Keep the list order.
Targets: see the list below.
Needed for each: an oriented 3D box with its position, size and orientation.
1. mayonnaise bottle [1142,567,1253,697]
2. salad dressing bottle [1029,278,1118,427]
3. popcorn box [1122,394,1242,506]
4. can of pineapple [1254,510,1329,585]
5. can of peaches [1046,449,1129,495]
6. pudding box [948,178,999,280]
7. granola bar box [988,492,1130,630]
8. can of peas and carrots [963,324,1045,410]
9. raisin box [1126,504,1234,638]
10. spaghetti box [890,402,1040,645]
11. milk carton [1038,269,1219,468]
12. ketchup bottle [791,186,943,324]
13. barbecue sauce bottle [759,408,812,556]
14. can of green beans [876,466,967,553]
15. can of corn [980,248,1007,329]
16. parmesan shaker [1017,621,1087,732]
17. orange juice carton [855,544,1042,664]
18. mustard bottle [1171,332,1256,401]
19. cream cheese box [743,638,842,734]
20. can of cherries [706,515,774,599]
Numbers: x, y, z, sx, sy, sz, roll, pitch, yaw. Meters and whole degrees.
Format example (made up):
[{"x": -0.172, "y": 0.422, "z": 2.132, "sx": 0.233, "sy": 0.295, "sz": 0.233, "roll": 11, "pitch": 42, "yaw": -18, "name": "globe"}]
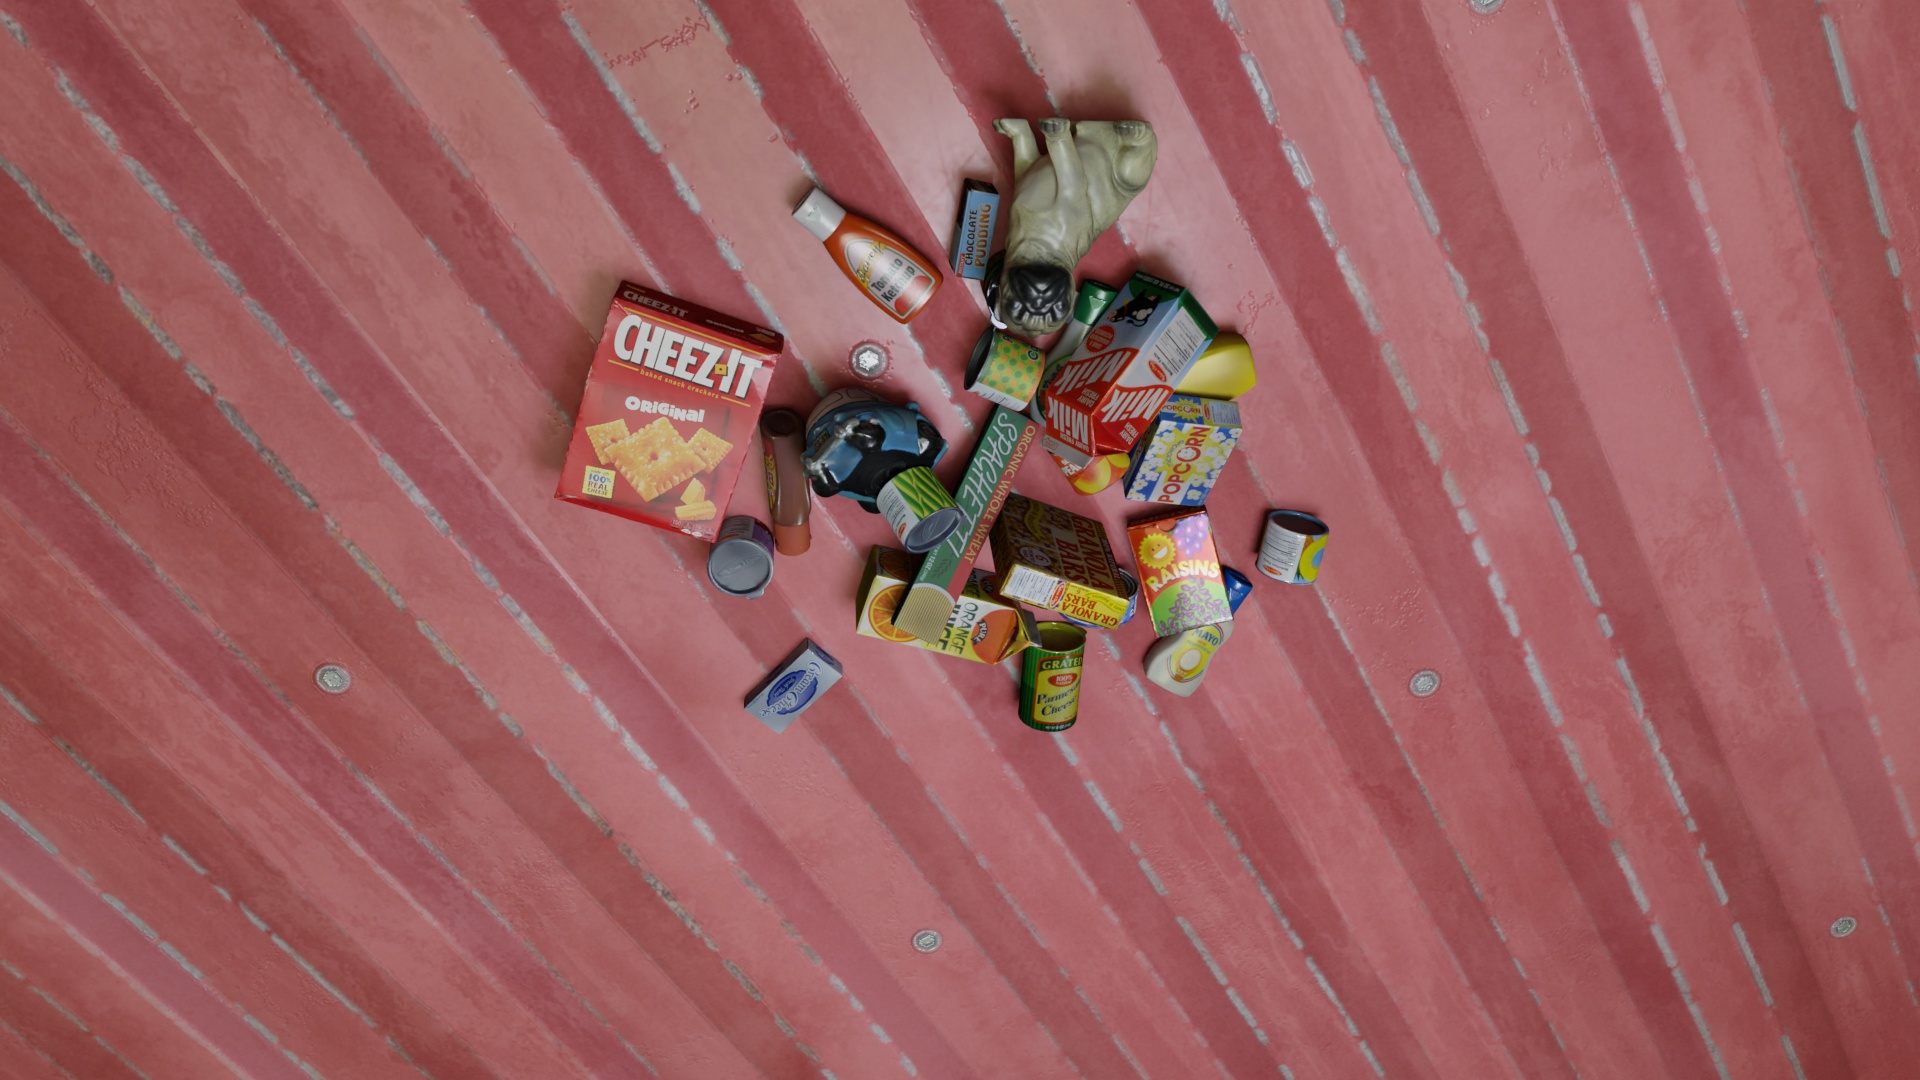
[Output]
[{"x": 0.262, "y": 0.098, "z": 1.513, "sx": 0.065, "sy": 0.041, "sz": 0.147, "roll": 27, "pitch": 109, "yaw": -14, "name": "mayonnaise bottle"}, {"x": 0.113, "y": -0.182, "z": 1.364, "sx": 0.064, "sy": 0.044, "sz": 0.147, "roll": 19, "pitch": 111, "yaw": -1, "name": "salad dressing bottle"}, {"x": 0.220, "y": -0.089, "z": 1.394, "sx": 0.085, "sy": 0.038, "sz": 0.126, "roll": 6, "pitch": 142, "yaw": -10, "name": "popcorn box"}, {"x": 0.351, "y": 0.006, "z": 1.466, "sx": 0.071, "sy": 0.071, "sz": 0.057, "roll": 6, "pitch": 115, "yaw": -8, "name": "can of pineapple"}, {"x": 0.128, "y": -0.086, "z": 1.397, "sx": 0.071, "sy": 0.071, "sz": 0.058, "roll": -32, "pitch": 116, "yaw": 10, "name": "can of peaches"}, {"x": 0.012, "y": -0.291, "z": 1.299, "sx": 0.030, "sy": 0.050, "sz": 0.083, "roll": 7, "pitch": 115, "yaw": -10, "name": "pudding box"}, {"x": 0.094, "y": 0.017, "z": 1.390, "sx": 0.124, "sy": 0.166, "sz": 0.039, "roll": 18, "pitch": 115, "yaw": -13, "name": "granola bar box"}, {"x": 0.044, "y": -0.169, "z": 1.352, "sx": 0.059, "sy": 0.071, "sz": 0.070, "roll": 21, "pitch": 112, "yaw": -15, "name": "can of peas and carrots"}, {"x": 0.230, "y": 0.032, "z": 1.458, "sx": 0.086, "sy": 0.040, "sz": 0.123, "roll": -14, "pitch": 100, "yaw": 11, "name": "raisin box"}, {"x": 0.005, "y": -0.017, "z": 1.392, "sx": 0.050, "sy": 0.028, "sz": 0.250, "roll": 26, "pitch": 89, "yaw": -12, "name": "spaghetti box"}, {"x": 0.152, "y": -0.155, "z": 1.322, "sx": 0.190, "sy": 0.072, "sz": 0.073, "roll": -54, "pitch": 133, "yaw": -4, "name": "milk carton"}, {"x": -0.090, "y": -0.271, "z": 1.303, "sx": 0.148, "sy": 0.044, "sz": 0.064, "roll": 37, "pitch": 107, "yaw": -19, "name": "ketchup bottle"}, {"x": -0.172, "y": -0.054, "z": 1.389, "sx": 0.044, "sy": 0.065, "sz": 0.147, "roll": -10, "pitch": 125, "yaw": -14, "name": "barbecue sauce bottle"}, {"x": -0.040, "y": -0.030, "z": 1.348, "sx": 0.071, "sy": 0.058, "sz": 0.071, "roll": -28, "pitch": 154, "yaw": -15, "name": "can of green beans"}, {"x": 0.053, "y": -0.239, "z": 1.323, "sx": 0.071, "sy": 0.058, "sz": 0.070, "roll": -2, "pitch": 116, "yaw": -5, "name": "can of corn"}, {"x": 0.101, "y": 0.148, "z": 1.508, "sx": 0.071, "sy": 0.071, "sz": 0.102, "roll": 1, "pitch": 116, "yaw": -6, "name": "parmesan shaker"}, {"x": -0.009, "y": 0.072, "z": 1.458, "sx": 0.193, "sy": 0.072, "sz": 0.072, "roll": 14, "pitch": 114, "yaw": -12, "name": "orange juice carton"}, {"x": 0.210, "y": -0.159, "z": 1.382, "sx": 0.160, "sy": 0.049, "sz": 0.065, "roll": -16, "pitch": 121, "yaw": 3, "name": "mustard bottle"}, {"x": -0.181, "y": 0.159, "z": 1.508, "sx": 0.053, "sy": 0.024, "sz": 0.103, "roll": 40, "pitch": 106, "yaw": -22, "name": "cream cheese box"}, {"x": -0.223, "y": 0.018, "z": 1.418, "sx": 0.071, "sy": 0.058, "sz": 0.071, "roll": -3, "pitch": 115, "yaw": -5, "name": "can of cherries"}]
